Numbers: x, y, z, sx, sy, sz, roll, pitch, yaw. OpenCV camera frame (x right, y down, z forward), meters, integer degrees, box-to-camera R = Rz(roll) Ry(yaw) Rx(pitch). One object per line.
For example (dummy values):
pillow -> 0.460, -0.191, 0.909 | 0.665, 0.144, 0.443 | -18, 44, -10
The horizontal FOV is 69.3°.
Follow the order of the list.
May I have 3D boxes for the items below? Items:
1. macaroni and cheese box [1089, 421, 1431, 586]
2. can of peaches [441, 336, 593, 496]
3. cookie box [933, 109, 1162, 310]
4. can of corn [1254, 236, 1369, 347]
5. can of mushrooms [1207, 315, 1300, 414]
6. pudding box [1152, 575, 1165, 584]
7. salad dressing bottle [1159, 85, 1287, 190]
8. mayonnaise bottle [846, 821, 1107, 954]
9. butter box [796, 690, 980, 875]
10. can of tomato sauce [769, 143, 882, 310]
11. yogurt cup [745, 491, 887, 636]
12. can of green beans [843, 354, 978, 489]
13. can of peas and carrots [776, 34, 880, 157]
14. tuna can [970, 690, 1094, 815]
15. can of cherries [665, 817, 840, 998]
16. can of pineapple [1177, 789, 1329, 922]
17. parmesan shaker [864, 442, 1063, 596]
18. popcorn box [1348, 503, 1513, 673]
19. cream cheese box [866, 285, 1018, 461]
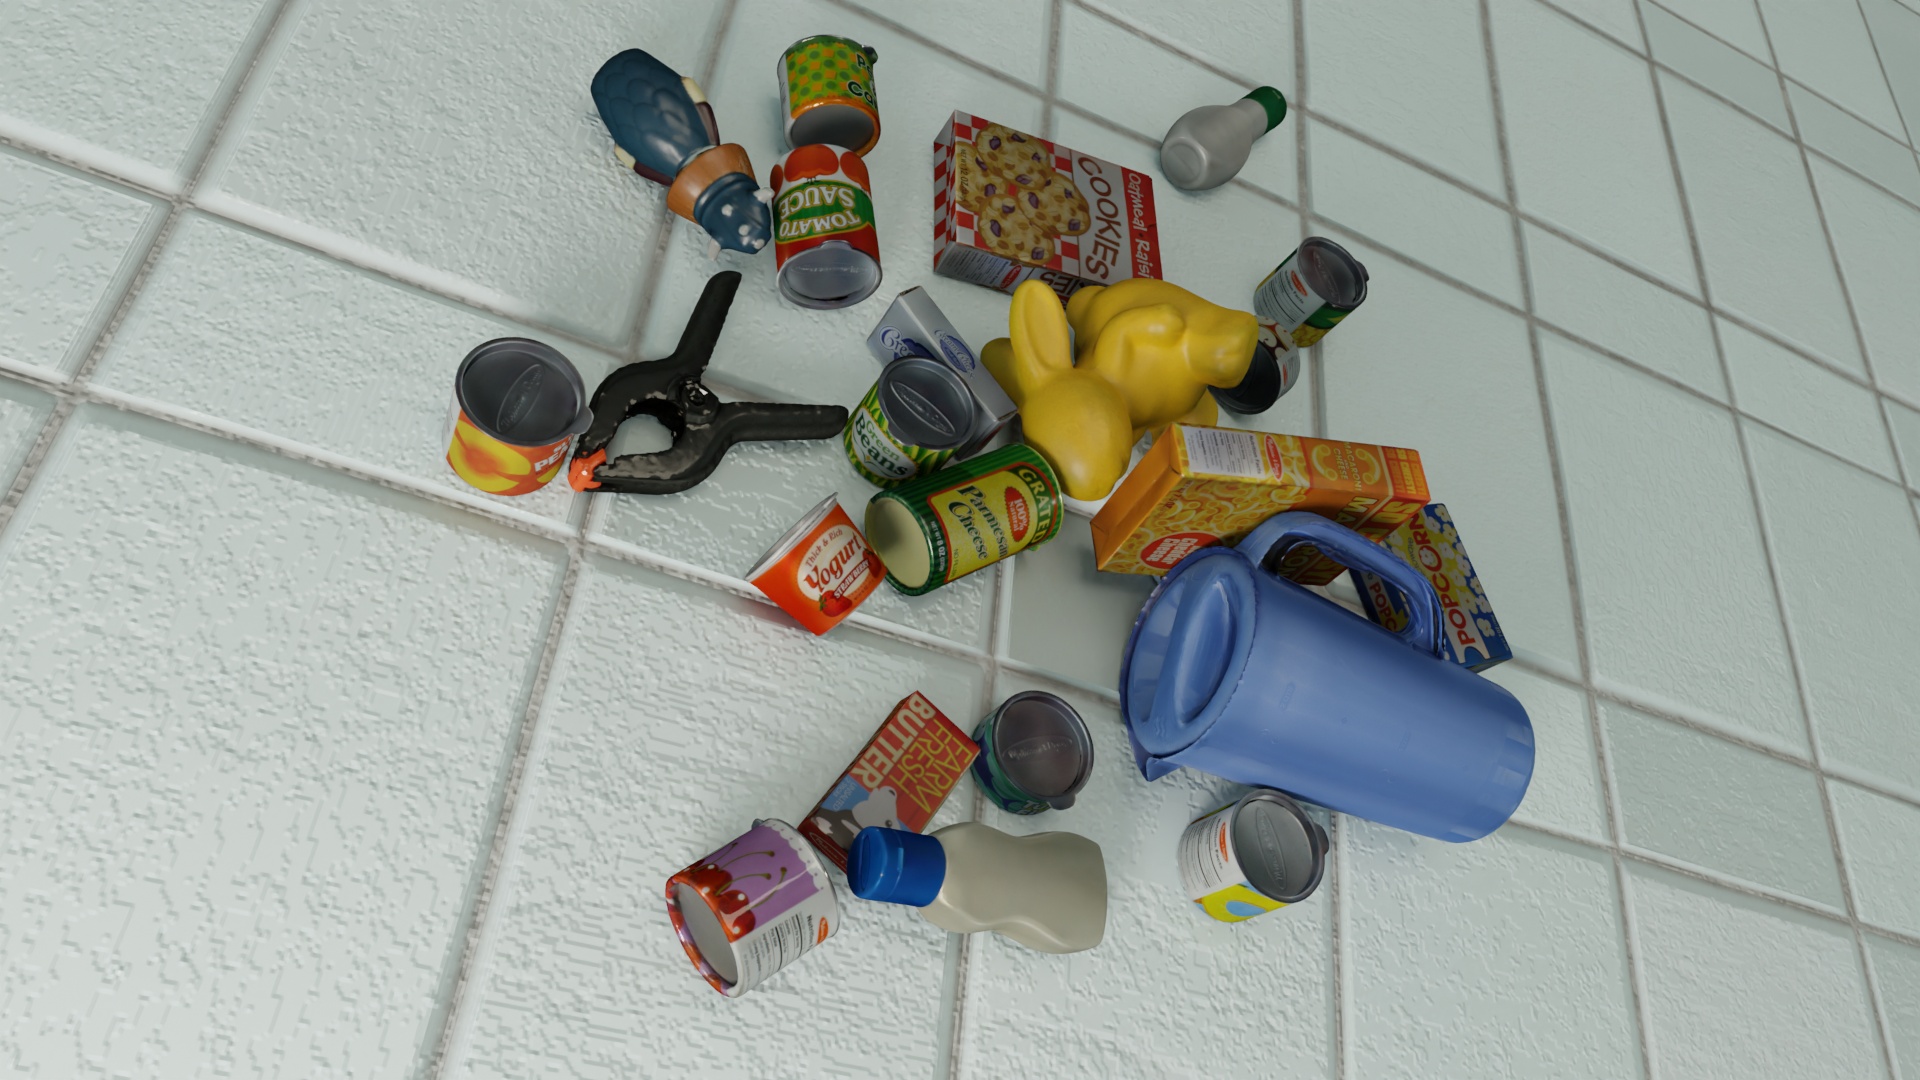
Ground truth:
macaroni and cheese box -> 0.181, -0.019, 0.854 | 0.167, 0.123, 0.040 | 4, 61, -19
can of peaches -> -0.236, -0.064, 0.738 | 0.071, 0.057, 0.071 | 13, 58, -22
cookie box -> 0.064, -0.230, 1.003 | 0.167, 0.040, 0.123 | 12, 59, -23
can of corn -> 0.274, -0.193, 1.085 | 0.071, 0.058, 0.071 | 13, 59, -22
can of mushrooms -> 0.209, -0.129, 1.010 | 0.033, 0.070, 0.071 | -36, 85, -37
pudding box -> 0.152, 0.012, 0.923 | 0.050, 0.030, 0.084 | -30, 81, -36
salad dressing bottle -> 0.220, -0.335, 1.144 | 0.064, 0.043, 0.148 | 47, 51, 4
mayonnaise bottle -> 0.011, 0.179, 0.731 | 0.148, 0.041, 0.065 | 18, 60, -32
butter box -> -0.037, 0.135, 0.756 | 0.053, 0.024, 0.104 | 42, 53, -2
can of tomato sauce -> -0.087, -0.201, 0.887 | 0.071, 0.071, 0.083 | 5, 61, -26
yogurt cup -> -0.078, 0.016, 0.776 | 0.054, 0.072, 0.073 | 47, 52, -8
can of green beans -> -0.031, -0.071, 0.852 | 0.071, 0.057, 0.071 | 13, 59, -22
can of peas and carrots -> -0.087, -0.297, 0.940 | 0.071, 0.070, 0.059 | 5, 63, -26
tuna can -> 0.041, 0.125, 0.799 | 0.071, 0.032, 0.071 | 13, 59, -22
can of cherries -> -0.103, 0.176, 0.674 | 0.058, 0.071, 0.071 | -26, 78, -35
can of pineapple -> 0.172, 0.187, 0.819 | 0.071, 0.057, 0.071 | 13, 59, -22
parmesan shaker -> 0.003, -0.010, 0.834 | 0.103, 0.071, 0.071 | -23, 76, -35
popcorn box -> 0.333, 0.038, 1.002 | 0.085, 0.038, 0.127 | -5, 66, -31
cream cheese box -> -0.013, -0.106, 0.884 | 0.024, 0.053, 0.104 | -33, 82, -39
